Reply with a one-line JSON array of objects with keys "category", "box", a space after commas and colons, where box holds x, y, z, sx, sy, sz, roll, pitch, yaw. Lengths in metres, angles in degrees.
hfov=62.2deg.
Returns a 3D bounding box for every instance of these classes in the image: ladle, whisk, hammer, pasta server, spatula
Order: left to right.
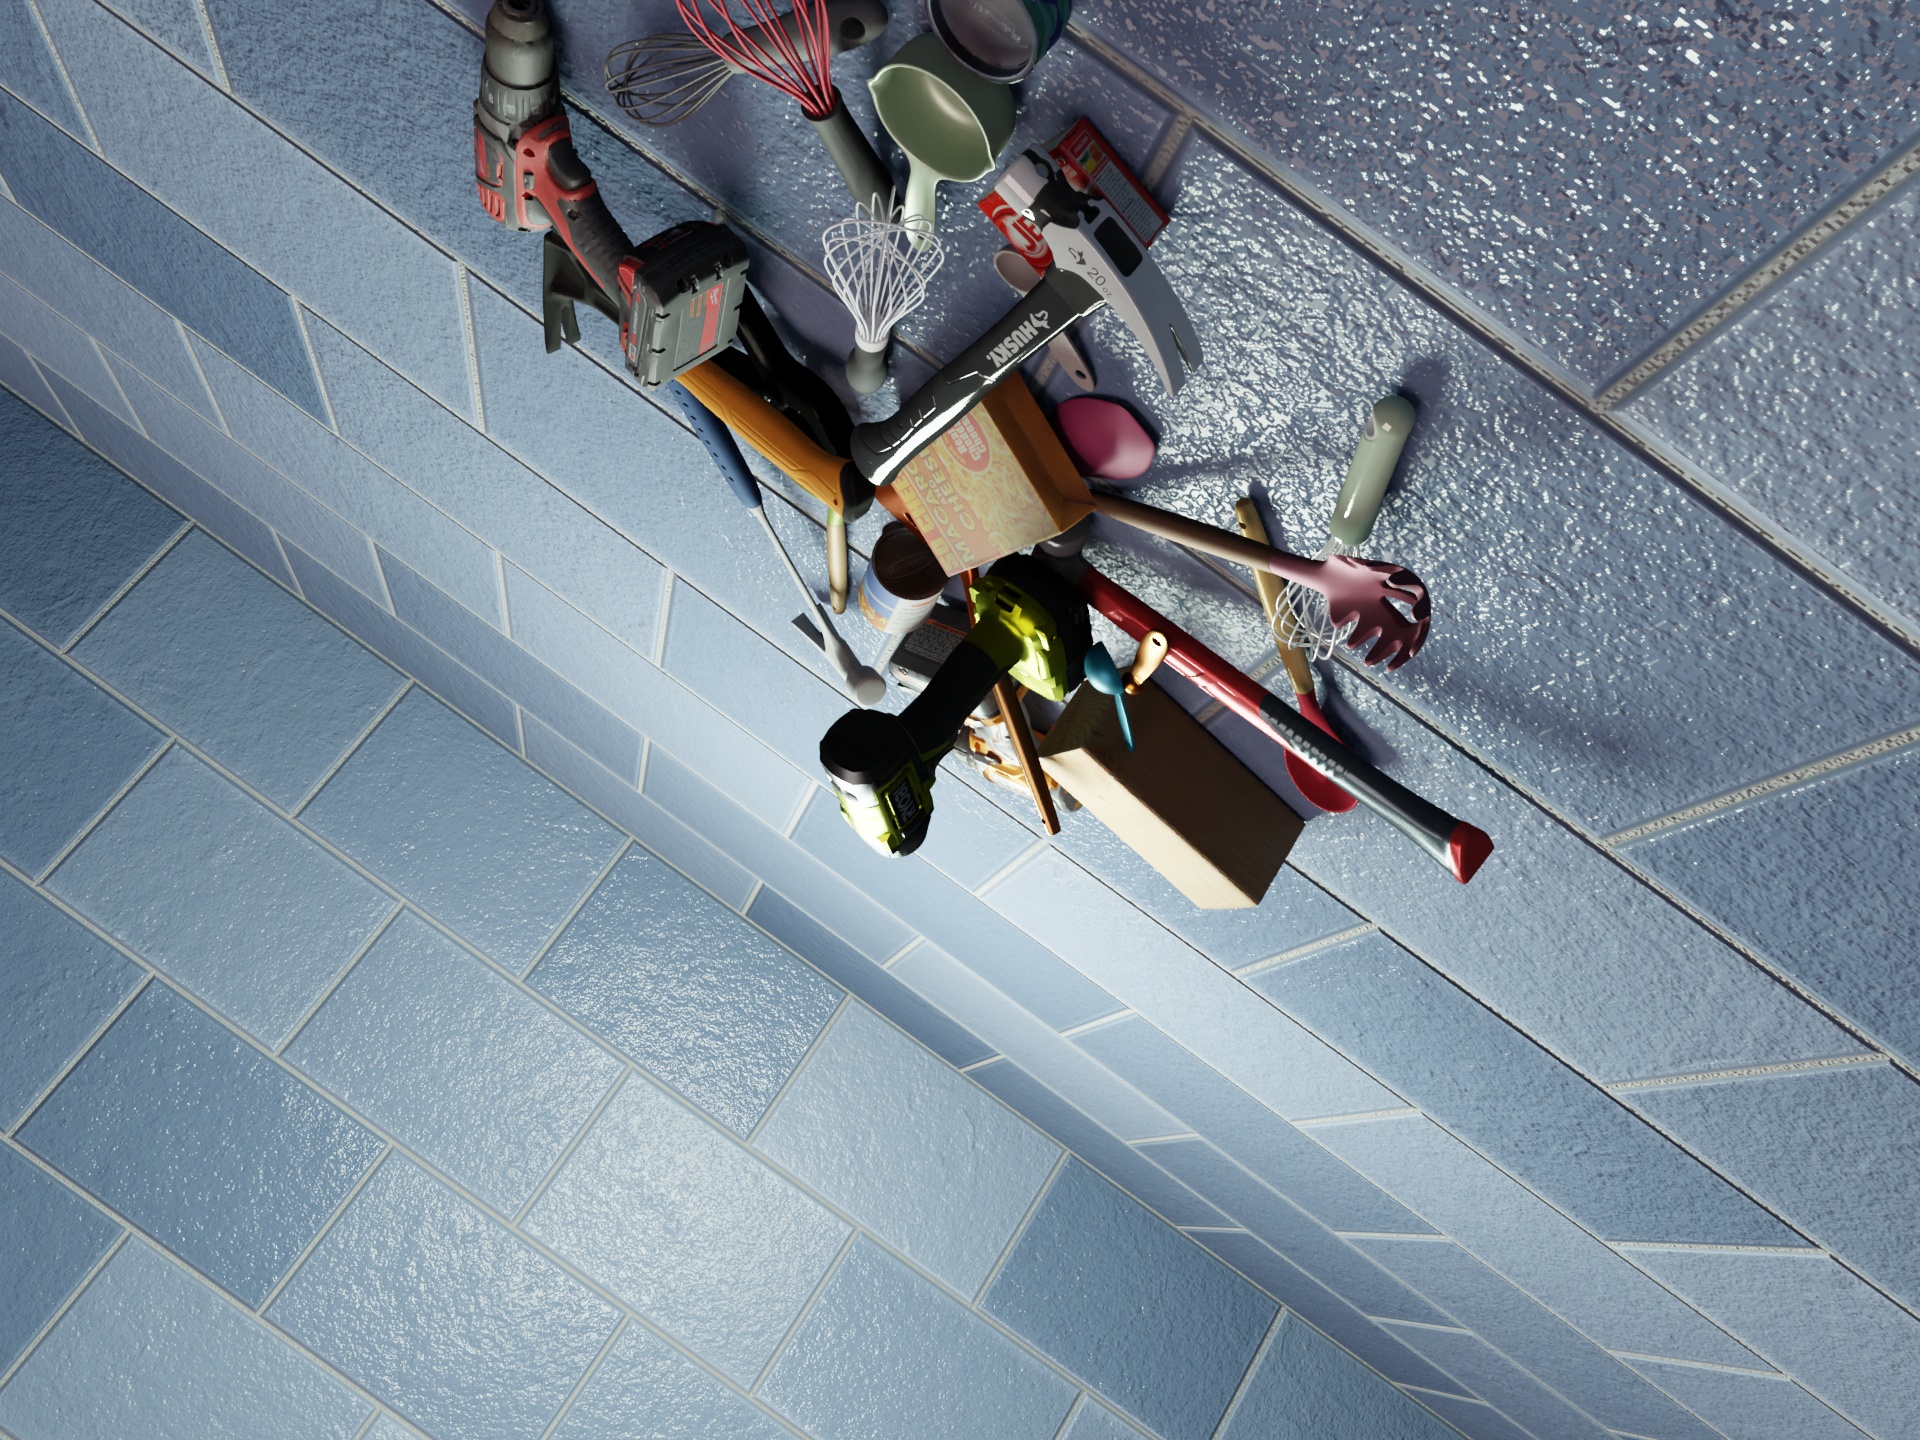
[{"category": "hammer", "box": [-0.193, -0.248, 1.183, 0.337, 0.034, 0.127, 40, 140, 19]}, {"category": "whisk", "box": [-0.128, -0.382, 0.917, 0.239, 0.055, 0.055, 8, 146, 43]}, {"category": "hammer", "box": [-0.179, -0.184, 1.383, 0.144, 0.035, 0.405, 48, 169, 48]}, {"category": "whisk", "box": [-0.080, -0.337, 0.841, 0.073, 0.073, 0.295, 28, 177, 19]}, {"category": "ladle", "box": [-0.116, -0.154, 1.366, 0.078, 0.062, 0.320, 46, 164, 12]}, {"category": "whisk", "box": [-0.053, -0.258, 1.012, 0.070, 0.070, 0.284, 36, 172, -1]}, {"category": "spatula", "box": [0.018, -0.048, 1.272, 0.081, 0.041, 0.322, 3, 118, 54]}, {"category": "hammer", "box": [0.014, -0.208, 0.965, 0.146, 0.035, 0.335, 44, 154, -11]}, {"category": "pasta server", "box": [0.171, -0.103, 0.984, 0.316, 0.040, 0.060, 30, 134, 50]}, {"category": "hammer", "box": [0.206, -0.008, 1.145, 0.386, 0.038, 0.143, 38, 161, 16]}, {"category": "ladle", "box": [0.234, -0.040, 1.117, 0.069, 0.031, 0.315, 21, 153, 38]}, {"category": "whisk", "box": [0.233, -0.110, 0.956, 0.059, 0.058, 0.246, -1, 151, -1]}]

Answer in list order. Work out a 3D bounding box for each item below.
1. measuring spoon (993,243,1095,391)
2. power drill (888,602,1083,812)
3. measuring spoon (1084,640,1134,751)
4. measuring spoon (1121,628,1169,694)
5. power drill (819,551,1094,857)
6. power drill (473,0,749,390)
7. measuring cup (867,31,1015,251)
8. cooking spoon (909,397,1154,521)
[{"category": "measuring spoon", "box": [0.058, -0.247, 0.971, 0.034, 0.018, 0.124, 20, 161, 39]}, {"category": "power drill", "box": [0.013, -0.011, 1.443, 0.185, 0.084, 0.226, 23, 160, 33]}, {"category": "measuring spoon", "box": [0.113, -0.011, 1.210, 0.128, 0.021, 0.042, 69, 177, -51]}, {"category": "measuring spoon", "box": [0.132, -0.041, 1.146, 0.021, 0.011, 0.117, 40, 163, 8]}, {"category": "power drill", "box": [-0.002, -0.004, 1.170, 0.080, 0.223, 0.171, 35, 162, 25]}, {"category": "power drill", "box": [-0.246, -0.357, 1.071, 0.227, 0.080, 0.187, 47, 153, 9]}, {"category": "measuring cup", "box": [-0.010, -0.319, 0.891, 0.083, 0.038, 0.167, 35, 166, 3]}, {"category": "cooking spoon", "box": [0.035, -0.174, 1.143, 0.068, 0.017, 0.319, 46, 157, -18]}]
